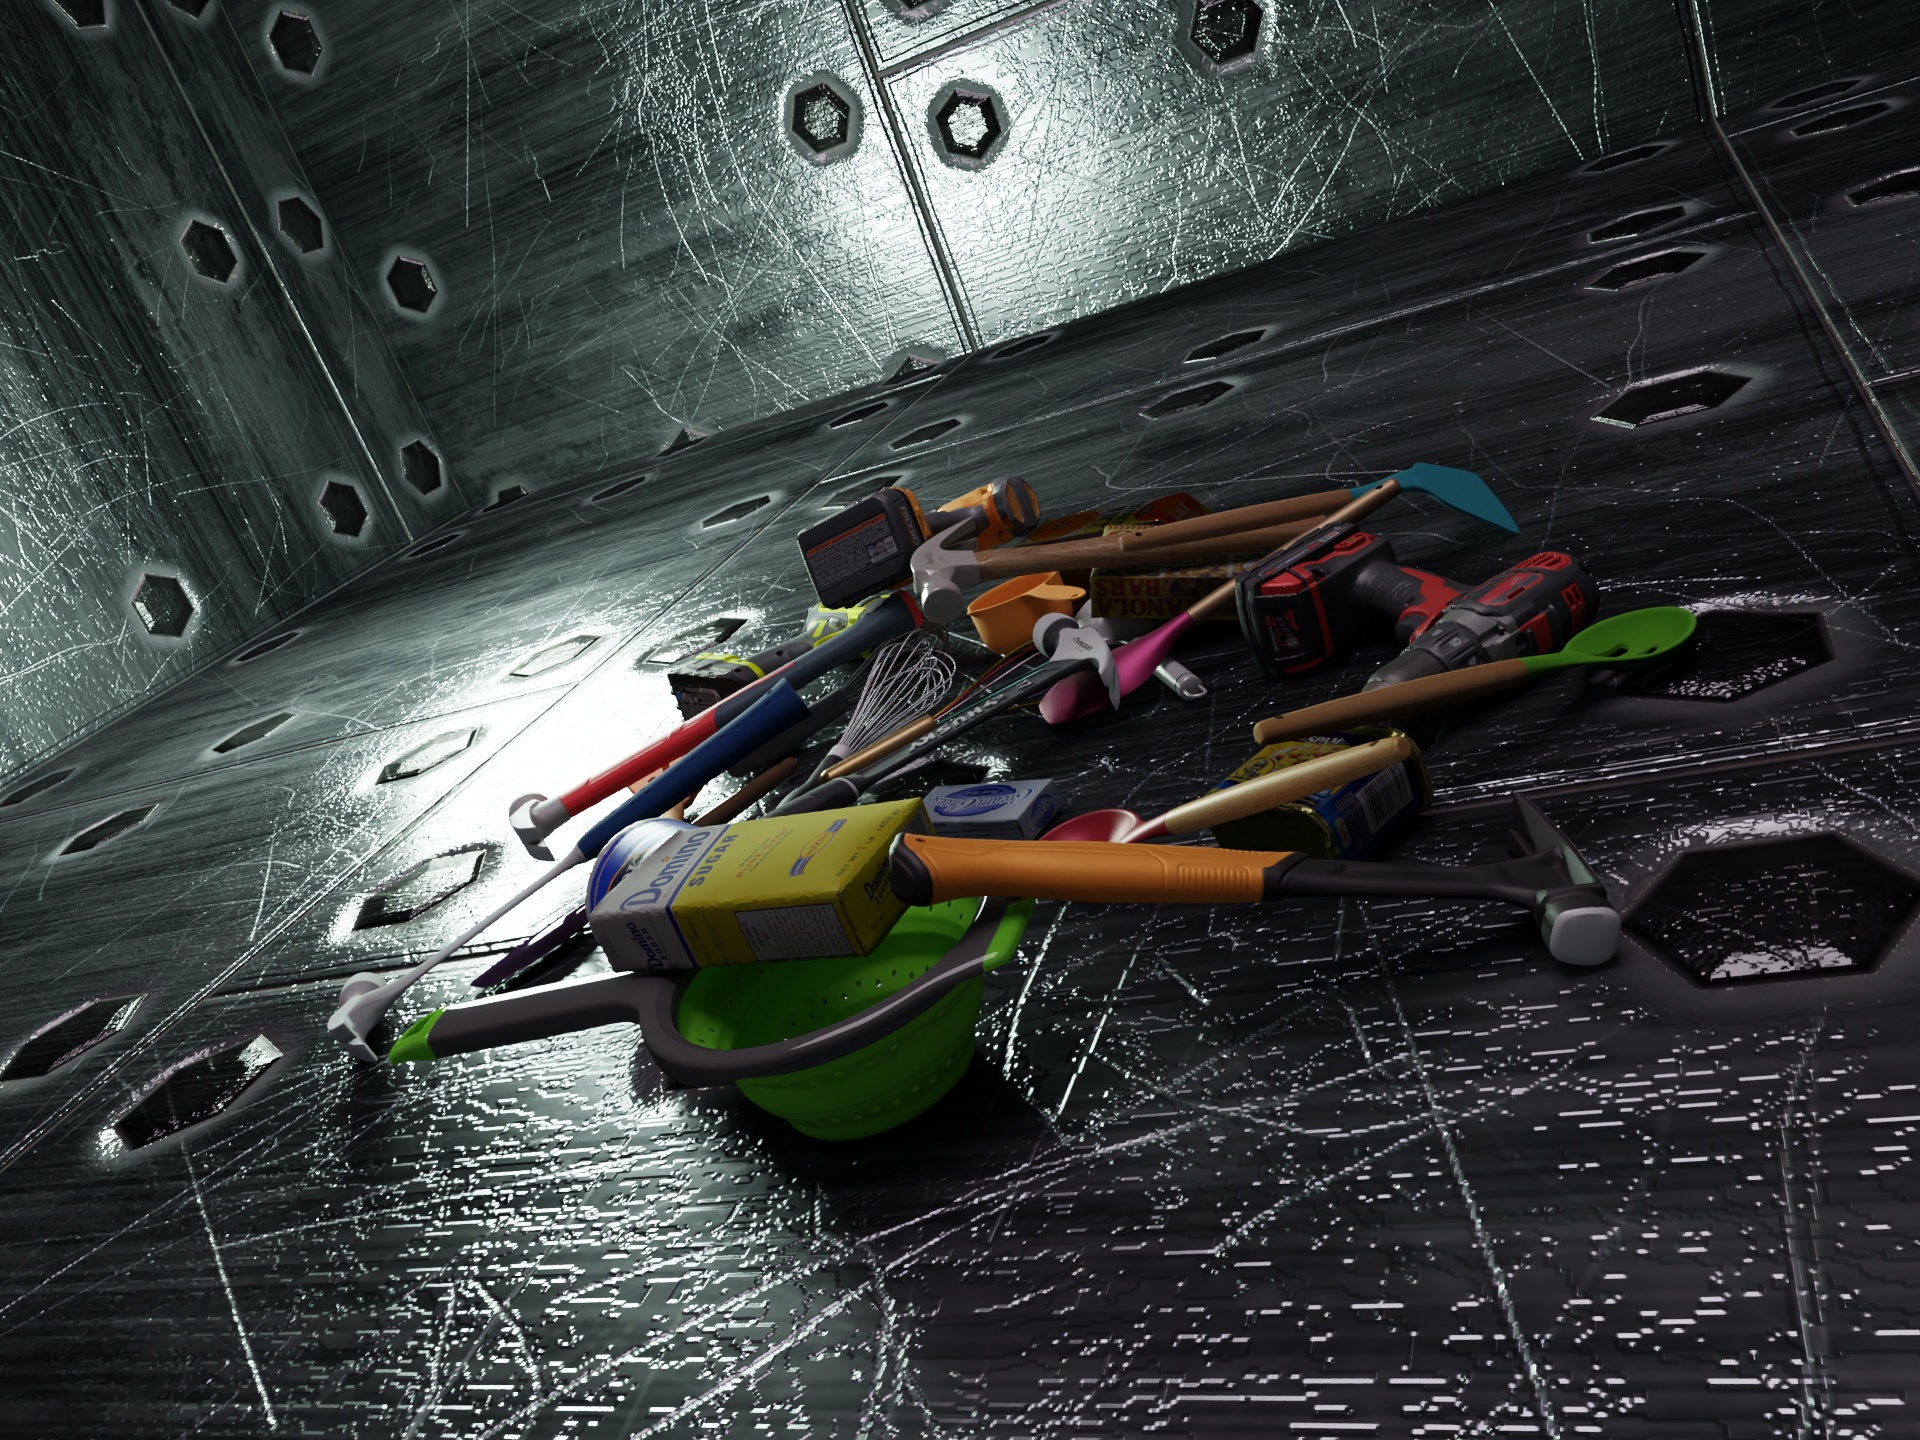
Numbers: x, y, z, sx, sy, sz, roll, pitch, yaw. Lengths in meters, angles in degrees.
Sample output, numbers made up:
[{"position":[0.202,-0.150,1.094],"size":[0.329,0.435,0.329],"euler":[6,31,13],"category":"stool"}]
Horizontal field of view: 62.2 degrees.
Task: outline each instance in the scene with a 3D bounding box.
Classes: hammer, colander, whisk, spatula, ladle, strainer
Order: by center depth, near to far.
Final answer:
[{"position":[0.134,0.072,0.779],"size":[0.337,0.034,0.127],"euler":[1,22,1],"category":"hammer"},{"position":[-0.132,0.172,0.867],"size":[0.397,0.094,0.205],"euler":[-14,21,19],"category":"colander"},{"position":[0.134,0.050,0.881],"size":[0.069,0.031,0.315],"euler":[-41,8,-31],"category":"ladle"},{"position":[-0.279,0.103,1.145],"size":[0.405,0.035,0.144],"euler":[-37,14,-7],"category":"hammer"},{"position":[-0.065,0.044,1.148],"size":[0.409,0.036,0.149],"euler":[-30,23,-8],"category":"hammer"},{"position":[0.276,-0.157,1.234],"size":[0.317,0.044,0.082],"euler":[-11,47,-7],"category":"spatula"},{"position":[-0.242,0.114,1.236],"size":[0.316,0.018,0.060],"euler":[-37,18,-34],"category":"spatula"},{"position":[-0.001,-0.002,1.244],"size":[0.245,0.047,0.051],"euler":[-29,16,-21],"category":"whisk"},{"position":[0.125,-0.135,1.254],"size":[0.331,0.031,0.130],"euler":[-7,30,-6],"category":"hammer"},{"position":[0.143,-0.061,1.269],"size":[0.087,0.050,0.259],"euler":[-10,21,-12],"category":"strainer"},{"position":[-0.235,0.067,1.272],"size":[0.081,0.041,0.323],"euler":[-30,10,-4],"category":"spatula"},{"position":[-0.083,0.014,1.286],"size":[0.070,0.070,0.285],"euler":[-8,28,33],"category":"whisk"},{"position":[-0.195,-0.002,1.327],"size":[0.386,0.038,0.143],"euler":[-31,16,-15],"category":"hammer"},{"position":[-0.105,-0.018,1.402],"size":[0.239,0.055,0.055],"euler":[-33,23,-18],"category":"whisk"}]

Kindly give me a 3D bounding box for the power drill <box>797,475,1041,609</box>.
[{"position":[-0.053,-0.161,1.472],"size":[0.185,0.084,0.226],"euler":[-21,0,36],"category":"power drill"}]

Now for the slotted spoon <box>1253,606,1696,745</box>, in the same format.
[{"position":[0.303,-0.024,0.924],"size":[0.313,0.031,0.070],"euler":[-13,15,-23],"category":"slotted spoon"}]

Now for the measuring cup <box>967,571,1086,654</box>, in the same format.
[{"position":[0.073,-0.090,1.372],"size":[0.095,0.052,0.174],"euler":[-30,17,-18],"category":"measuring cup"}]

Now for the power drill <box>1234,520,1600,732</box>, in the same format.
[{"position":[0.285,-0.061,1.074],"size":[0.188,0.080,0.227],"euler":[-30,25,-22],"category":"power drill"}]

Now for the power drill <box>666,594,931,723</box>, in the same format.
[{"position":[-0.146,-0.055,1.493],"size":[0.223,0.080,0.171],"euler":[-30,21,-31],"category":"power drill"}]

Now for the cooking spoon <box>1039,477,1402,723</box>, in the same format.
[{"position":[0.196,-0.091,1.204],"size":[0.319,0.017,0.069],"euler":[-33,30,3],"category":"cooking spoon"}]
